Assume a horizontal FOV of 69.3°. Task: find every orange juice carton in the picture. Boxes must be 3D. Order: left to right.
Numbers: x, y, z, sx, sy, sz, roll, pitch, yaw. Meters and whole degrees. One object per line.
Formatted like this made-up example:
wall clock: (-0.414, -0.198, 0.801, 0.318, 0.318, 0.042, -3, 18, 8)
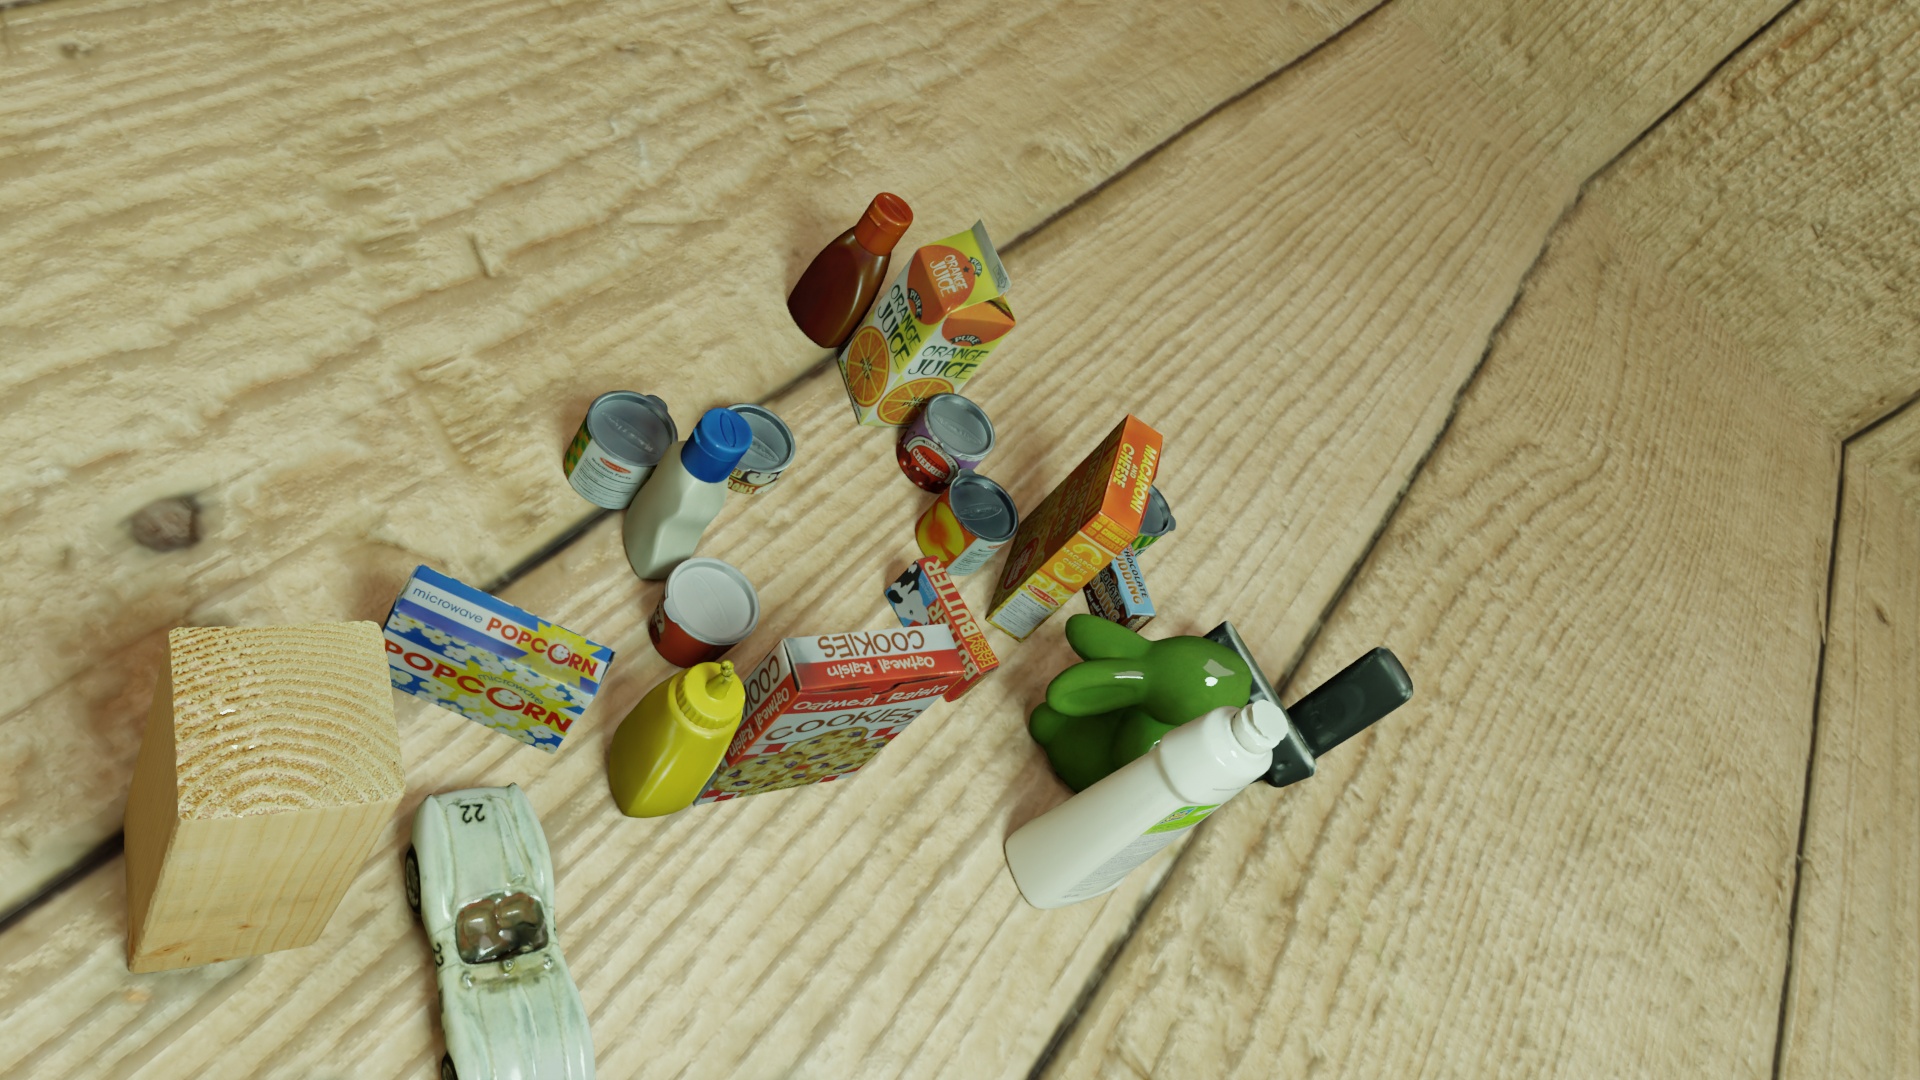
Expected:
orange juice carton: (-0.021, -0.176, 1.148, 0.073, 0.191, 0.072, 0, 59, -36)

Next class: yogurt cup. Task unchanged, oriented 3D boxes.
yogurt cup: (-0.179, 0.053, 0.957, 0.072, 0.053, 0.073, 19, 48, -23)

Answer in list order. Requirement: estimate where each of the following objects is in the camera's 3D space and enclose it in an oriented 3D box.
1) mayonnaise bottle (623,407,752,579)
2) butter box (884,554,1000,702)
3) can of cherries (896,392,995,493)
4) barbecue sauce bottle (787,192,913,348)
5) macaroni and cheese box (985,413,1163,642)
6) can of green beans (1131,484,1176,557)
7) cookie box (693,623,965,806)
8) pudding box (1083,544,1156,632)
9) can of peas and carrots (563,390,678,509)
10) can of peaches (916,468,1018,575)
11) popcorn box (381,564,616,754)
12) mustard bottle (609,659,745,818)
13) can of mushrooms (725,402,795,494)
mayonnaise bottle: (-0.187, -0.033, 0.949, 0.041, 0.147, 0.065, 3, 57, -35)
butter box: (-0.014, 0.068, 1.066, 0.024, 0.053, 0.103, -15, 68, -42)
can of cherries: (-0.014, -0.081, 1.176, 0.071, 0.058, 0.072, 19, 48, -23)
barbecue sauce bottle: (-0.091, -0.229, 1.170, 0.044, 0.147, 0.065, -29, 78, -45)
macaroni and cheese box: (0.093, -0.009, 1.121, 0.040, 0.165, 0.124, 33, 44, -11)
can of green beans: (0.146, -0.017, 1.244, 0.071, 0.057, 0.071, 19, 48, -23)
cookie box: (-0.090, 0.113, 0.893, 0.123, 0.166, 0.040, -3, 60, -38)
pudding box: (0.133, 0.041, 1.197, 0.030, 0.049, 0.084, 5, 55, -33)
can of peas and carrots: (-0.243, -0.066, 0.998, 0.071, 0.058, 0.071, 19, 48, -23)
can of peaches: (0.004, -0.014, 1.139, 0.071, 0.057, 0.071, 19, 48, -23)
popcorn box: (-0.285, 0.074, 0.841, 0.126, 0.084, 0.038, 27, 46, -17)
mustard bottle: (-0.167, 0.114, 0.842, 0.049, 0.159, 0.065, 1, 58, -36)
can of mushrooms: (-0.165, -0.070, 1.076, 0.071, 0.033, 0.071, 19, 48, -23)
